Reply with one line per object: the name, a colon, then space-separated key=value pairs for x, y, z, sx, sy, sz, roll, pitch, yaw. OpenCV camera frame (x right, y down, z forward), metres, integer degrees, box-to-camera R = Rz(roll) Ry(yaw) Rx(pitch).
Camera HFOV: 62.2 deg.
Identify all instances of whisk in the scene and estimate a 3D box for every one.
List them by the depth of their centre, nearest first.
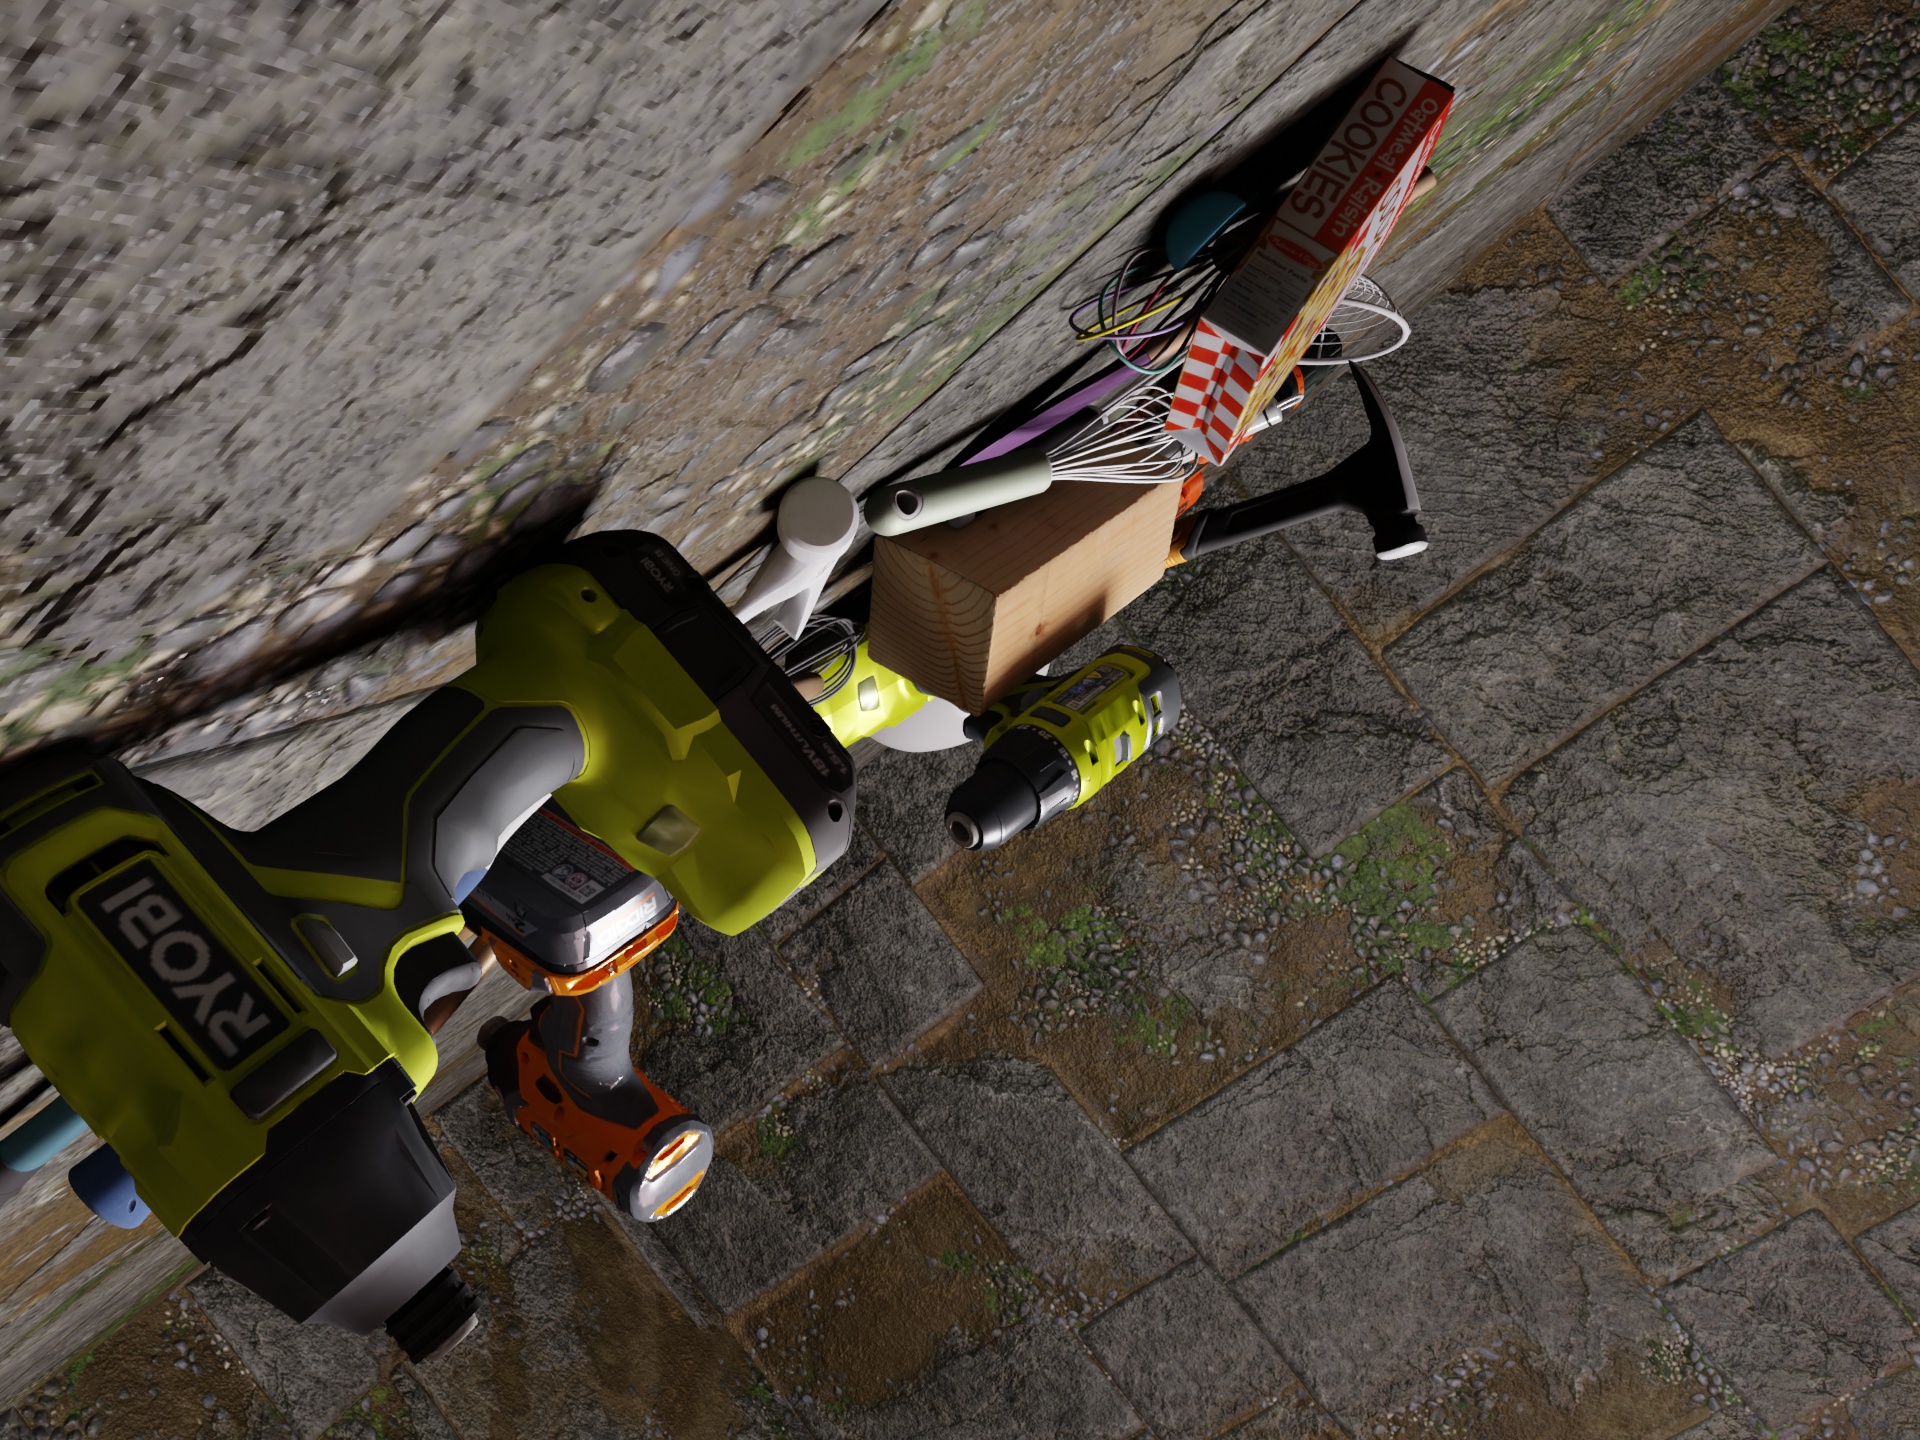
whisk: x=0.130 y=-0.228 z=0.799 sx=0.245 sy=0.051 sz=0.047 roll=-41 pitch=175 yaw=-45
whisk: x=0.046 y=-0.138 z=0.863 sx=0.246 sy=0.058 sz=0.059 roll=-21 pitch=179 yaw=-36
whisk: x=-0.150 y=-0.001 z=0.915 sx=0.239 sy=0.055 sz=0.055 roll=-32 pitch=175 yaw=-29

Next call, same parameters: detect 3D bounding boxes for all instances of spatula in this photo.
spatula: x=0.125 y=-0.218 z=0.886 sx=0.316 sy=0.018 sz=0.060 roll=-32 pitch=-177 yaw=4
spatula: x=-0.227 y=0.088 z=0.946 sx=0.317 sy=0.044 sz=0.082 roll=-53 pitch=-171 yaw=-22

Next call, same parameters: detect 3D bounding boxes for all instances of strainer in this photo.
strainer: x=0.117 y=-0.174 z=1.110 sx=0.258 sy=0.050 sz=0.086 roll=-22 pitch=164 yaw=18
strainer: x=-0.024 y=-0.011 z=1.247 sx=0.211 sy=0.095 sz=0.340 roll=-21 pitch=-167 yaw=26

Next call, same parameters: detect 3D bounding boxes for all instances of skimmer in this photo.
skimmer: x=0.138 y=-0.192 z=1.000 sx=0.363 sy=0.090 sz=0.127 roll=-37 pitch=-163 yaw=-26

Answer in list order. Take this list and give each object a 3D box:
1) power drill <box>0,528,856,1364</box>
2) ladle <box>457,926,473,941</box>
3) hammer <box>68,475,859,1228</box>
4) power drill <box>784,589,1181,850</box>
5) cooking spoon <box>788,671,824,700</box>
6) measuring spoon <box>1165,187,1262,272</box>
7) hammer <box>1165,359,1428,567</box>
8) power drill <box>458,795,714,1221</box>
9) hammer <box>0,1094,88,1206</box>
power drill: x=-0.137 y=0.050 z=0.451 sx=0.080 sy=0.171 sz=0.223 roll=-40 pitch=-179 yaw=44
ladle: x=-0.304 y=0.128 z=0.919 sx=0.315 sy=0.031 sz=0.069 roll=-35 pitch=-177 yaw=27
hammer: x=-0.199 y=0.052 z=0.684 sx=0.405 sy=0.035 sz=0.144 roll=-45 pitch=180 yaw=-15
power drill: x=-0.002 y=-0.003 z=1.004 sx=0.190 sy=0.229 sz=0.080 roll=-36 pitch=132 yaw=-38
cooking spoon: x=-0.102 y=-0.006 z=0.752 sx=0.069 sy=0.017 sz=0.319 roll=-46 pitch=179 yaw=9
measuring spoon: x=0.121 y=-0.242 z=0.750 sx=0.042 sy=0.021 sz=0.129 roll=-43 pitch=-175 yaw=33
hammer: x=0.138 y=-0.127 z=1.082 sx=0.337 sy=0.127 sz=0.034 roll=-17 pitch=173 yaw=29
power drill: x=-0.213 y=0.145 z=0.838 sx=0.084 sy=0.164 sz=0.226 roll=-35 pitch=138 yaw=-39
hammer: x=-0.413 y=0.194 z=0.686 sx=0.331 sy=0.033 sz=0.128 roll=-38 pitch=179 yaw=3
